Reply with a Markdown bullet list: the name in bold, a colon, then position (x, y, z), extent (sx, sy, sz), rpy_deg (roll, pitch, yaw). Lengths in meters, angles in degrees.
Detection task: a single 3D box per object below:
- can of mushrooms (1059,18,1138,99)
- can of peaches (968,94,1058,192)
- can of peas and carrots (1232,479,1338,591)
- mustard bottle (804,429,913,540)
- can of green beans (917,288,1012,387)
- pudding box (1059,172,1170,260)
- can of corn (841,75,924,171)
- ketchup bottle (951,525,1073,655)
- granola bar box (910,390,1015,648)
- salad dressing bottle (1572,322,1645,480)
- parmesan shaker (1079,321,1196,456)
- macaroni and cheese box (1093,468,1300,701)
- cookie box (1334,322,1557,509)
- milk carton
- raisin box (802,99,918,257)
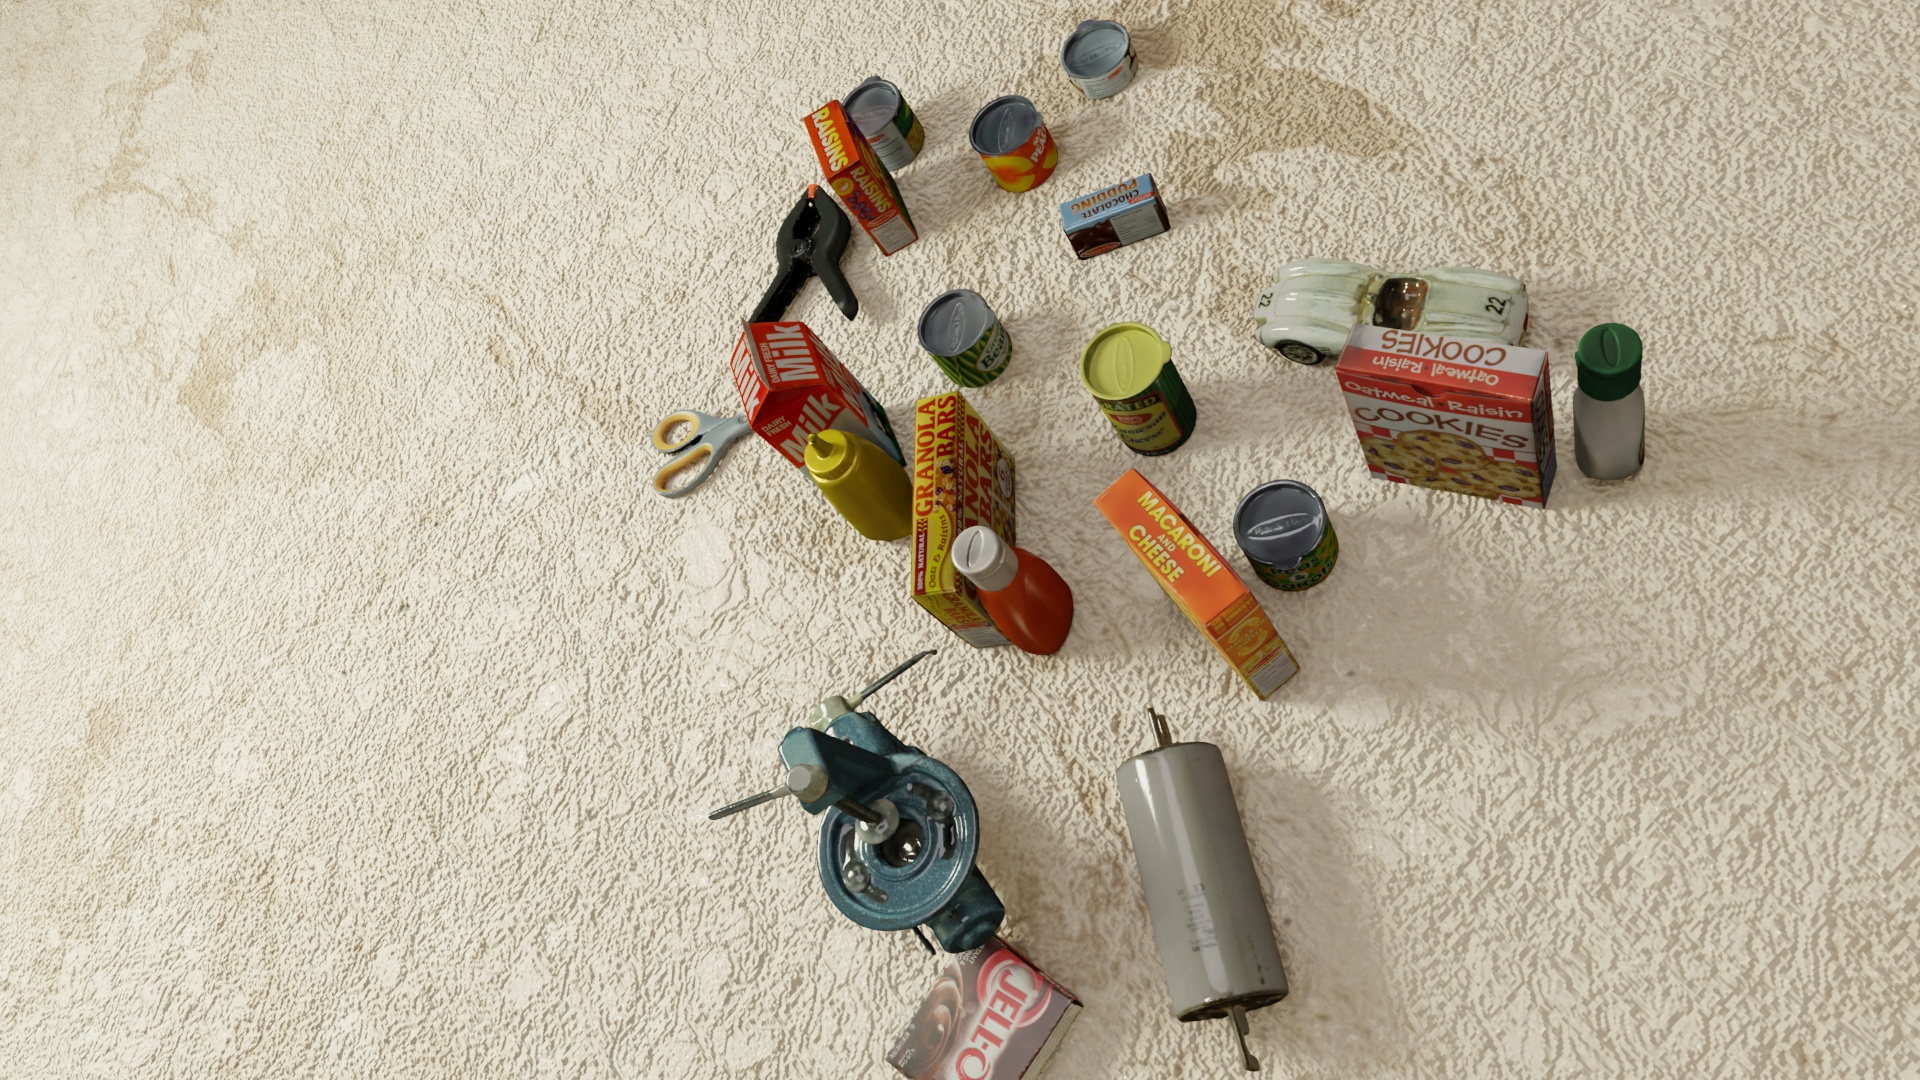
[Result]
- **can of mushrooms**: position (0.127, -0.442, 1.272), extent (0.071, 0.033, 0.071), rpy_deg (-10, 63, 21)
- **can of peaches**: position (0.051, -0.357, 1.253), extent (0.071, 0.058, 0.071), rpy_deg (-10, 64, 21)
- **can of peas and carrots**: position (0.236, -0.001, 1.002), extent (0.071, 0.058, 0.071), rpy_deg (-10, 64, 21)
- **mustard bottle**: position (-0.085, -0.052, 1.113), extent (0.049, 0.160, 0.065), rpy_deg (-14, 62, 19)
- **can of green beans**: position (0.005, -0.172, 1.189), extent (0.071, 0.057, 0.071), rpy_deg (-10, 64, 21)
- **pudding box**: position (0.131, -0.275, 1.183), extent (0.083, 0.049, 0.030), rpy_deg (-17, 61, 17)
- **can of corn**: position (-0.075, -0.398, 1.330), extent (0.071, 0.058, 0.071), rpy_deg (-10, 64, 21)
- **ketchup bottle**: position (0.039, 0.034, 1.023), extent (0.043, 0.148, 0.065), rpy_deg (3, 69, 26)
- **granola bar box**: position (0.004, -0.013, 1.076), extent (0.039, 0.124, 0.166), rpy_deg (-9, 64, 21)
- **salad dressing bottle**: position (0.423, -0.089, 0.905), extent (0.044, 0.147, 0.064), rpy_deg (-7, 65, 22)
- **parmesan shaker**: position (0.142, -0.115, 1.072), extent (0.071, 0.103, 0.071), rpy_deg (-10, 64, 21)
- **macaroni and cheese box**: position (0.165, 0.032, 0.956), extent (0.040, 0.166, 0.124), rpy_deg (-41, 57, 3)
- **cookie box**: position (0.329, -0.080, 0.932), extent (0.123, 0.167, 0.040), rpy_deg (14, 74, 29)
- **milk carton**: position (-0.124, -0.111, 1.141), extent (0.073, 0.190, 0.072), rpy_deg (-29, 58, 10)
- **raisin box**: position (-0.090, -0.329, 1.266), extent (0.040, 0.123, 0.086), rpy_deg (-27, 59, 12)
